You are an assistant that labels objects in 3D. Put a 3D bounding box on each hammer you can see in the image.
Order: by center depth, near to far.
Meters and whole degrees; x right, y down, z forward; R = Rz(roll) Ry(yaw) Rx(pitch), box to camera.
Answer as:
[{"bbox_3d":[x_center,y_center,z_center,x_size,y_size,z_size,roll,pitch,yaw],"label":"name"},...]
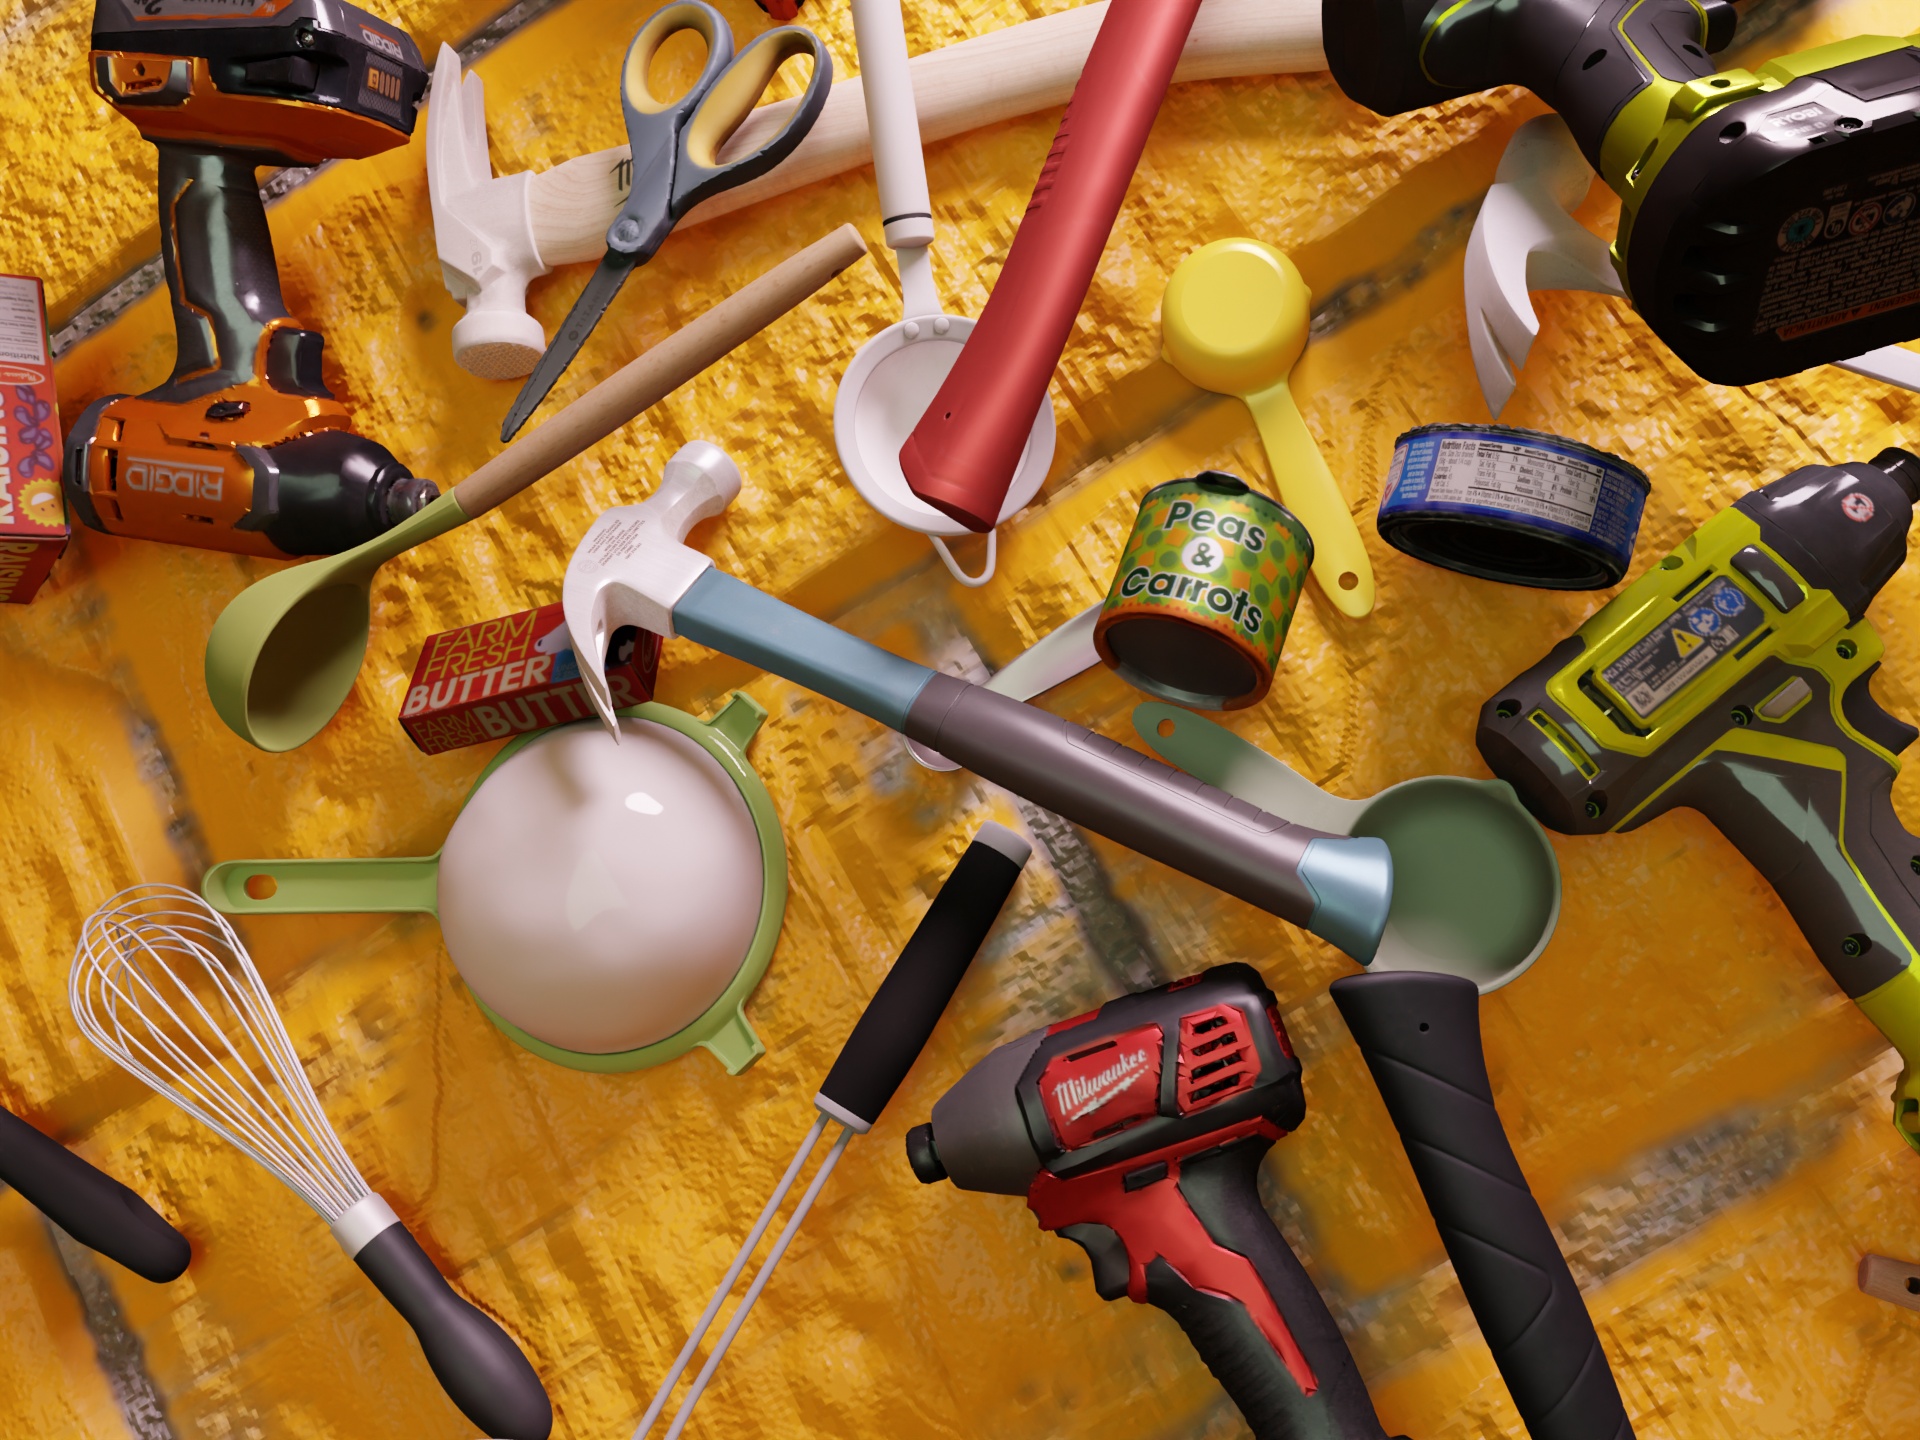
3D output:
[{"bbox_3d":[0.208,0.269,0.491,0.149,0.036,0.409,-21,82,-3],"label":"hammer"},{"bbox_3d":[0.359,-0.091,0.512,0.405,0.035,0.144,23,52,11],"label":"hammer"},{"bbox_3d":[0.069,-0.237,0.567,0.149,0.036,0.359,19,86,41],"label":"hammer"},{"bbox_3d":[-0.001,-0.002,0.573,0.331,0.033,0.128,24,55,17],"label":"hammer"},{"bbox_3d":[-0.027,-0.258,0.651,0.410,0.038,0.146,-12,78,11],"label":"hammer"}]

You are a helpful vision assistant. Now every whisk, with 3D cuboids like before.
[{"bbox_3d":[-0.257,0.177,0.636,0.070,0.070,0.285,-45,81,4],"label":"whisk"},{"bbox_3d":[-0.447,0.155,0.684,0.296,0.073,0.073,30,90,11],"label":"whisk"}]

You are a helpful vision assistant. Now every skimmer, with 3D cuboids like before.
[{"bbox_3d":[-0.081,0.197,0.599,0.127,0.090,0.363,33,79,-7],"label":"skimmer"}]

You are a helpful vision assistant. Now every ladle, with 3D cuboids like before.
[{"bbox_3d":[-0.165,-0.088,0.618,0.320,0.078,0.062,-30,89,12],"label":"ladle"}]

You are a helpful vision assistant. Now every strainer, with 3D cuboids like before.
[{"bbox_3d":[-0.017,-0.179,0.610,0.087,0.050,0.258,-10,96,-12],"label":"strainer"},{"bbox_3d":[-0.199,0.064,0.628,0.256,0.069,0.151,-2,82,12],"label":"strainer"}]

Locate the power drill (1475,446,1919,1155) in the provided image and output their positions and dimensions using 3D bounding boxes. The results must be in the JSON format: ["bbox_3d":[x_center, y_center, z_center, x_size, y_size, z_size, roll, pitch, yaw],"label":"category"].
[{"bbox_3d":[0.306,0.028,0.510,0.171,0.080,0.223,-39,72,-2],"label":"power drill"}]

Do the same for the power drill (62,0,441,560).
[{"bbox_3d":[-0.285,-0.180,0.665,0.164,0.084,0.226,9,99,14],"label":"power drill"}]

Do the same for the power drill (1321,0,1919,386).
[{"bbox_3d":[0.247,-0.216,0.513,0.190,0.080,0.229,-16,47,-4],"label":"power drill"}]

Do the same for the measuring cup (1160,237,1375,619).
[{"bbox_3d":[0.121,-0.111,0.596,0.062,0.029,0.157,-22,76,10],"label":"measuring cup"}]

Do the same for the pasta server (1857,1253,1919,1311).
[{"bbox_3d":[0.443,0.213,0.472,0.316,0.040,0.060,13,73,16],"label":"pasta server"}]

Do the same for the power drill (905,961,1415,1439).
[{"bbox_3d":[0.072,0.207,0.543,0.143,0.078,0.220,-21,75,10],"label":"power drill"}]

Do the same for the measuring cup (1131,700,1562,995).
[{"bbox_3d":[0.135,0.038,0.574,0.168,0.038,0.083,32,93,27],"label":"measuring cup"}]

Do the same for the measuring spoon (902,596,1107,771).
[{"bbox_3d":[0.033,-0.019,0.616,0.124,0.018,0.034,-32,77,0],"label":"measuring spoon"}]
